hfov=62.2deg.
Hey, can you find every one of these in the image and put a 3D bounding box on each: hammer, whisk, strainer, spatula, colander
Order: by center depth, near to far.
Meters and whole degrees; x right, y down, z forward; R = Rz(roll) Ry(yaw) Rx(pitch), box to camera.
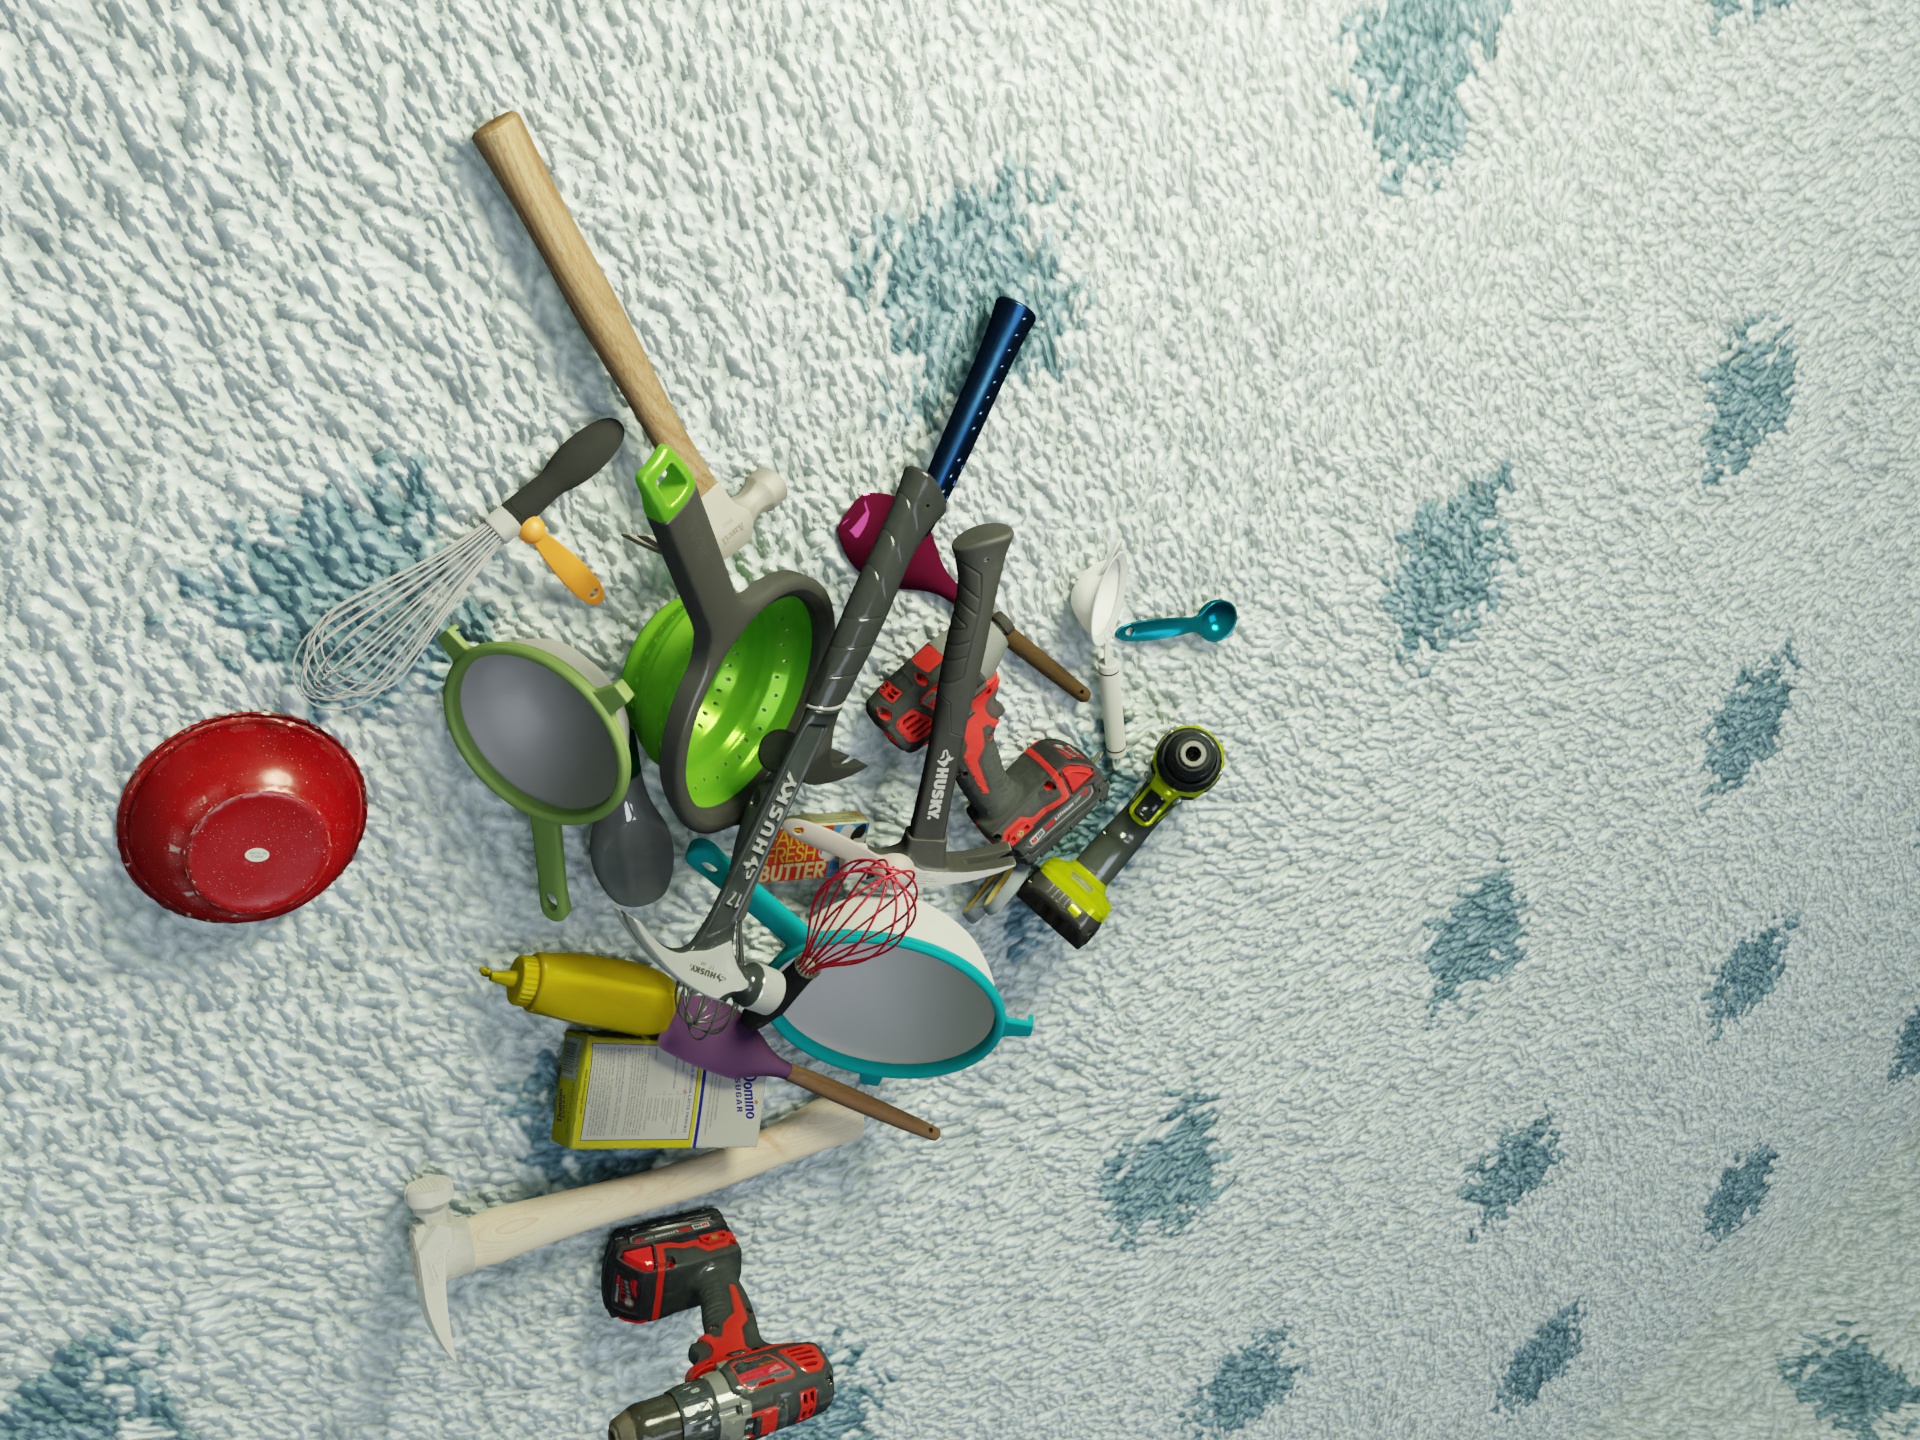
[{"bbox_3d":[-0.233,-0.250,1.086,0.130,0.031,0.331,-51,129,-33],"label":"hammer"},{"bbox_3d":[-0.336,-0.111,1.086,0.284,0.070,0.070,-45,129,-14],"label":"whisk"},{"bbox_3d":[-0.192,-0.067,1.107,0.204,0.094,0.396,-58,160,-23],"label":"colander"},{"bbox_3d":[-0.111,0.004,1.143,0.149,0.036,0.409,30,81,-41],"label":"hammer"},{"bbox_3d":[-0.292,0.038,1.169,0.069,0.151,0.256,-56,158,-49],"label":"strainer"},{"bbox_3d":[-0.176,0.149,1.231,0.055,0.055,0.239,2,120,-35],"label":"whisk"},{"bbox_3d":[-0.038,-0.136,1.241,0.405,0.035,0.144,-65,162,-2],"label":"hammer"},{"bbox_3d":[-0.111,0.184,1.245,0.073,0.073,0.295,-3,152,-33],"label":"whisk"},{"bbox_3d":[-0.002,-0.004,1.281,0.146,0.035,0.334,4,121,-14],"label":"hammer"},{"bbox_3d":[-0.101,0.177,1.347,0.211,0.095,0.340,-25,125,31],"label":"strainer"},{"bbox_3d":[-0.264,0.415,1.379,0.410,0.038,0.146,-10,96,-33],"label":"hammer"},{"bbox_3d":[-0.132,0.313,1.392,0.315,0.018,0.060,33,57,-33],"label":"spatula"},{"bbox_3d":[0.131,-0.055,1.437,0.087,0.050,0.258,-53,145,-43],"label":"strainer"}]

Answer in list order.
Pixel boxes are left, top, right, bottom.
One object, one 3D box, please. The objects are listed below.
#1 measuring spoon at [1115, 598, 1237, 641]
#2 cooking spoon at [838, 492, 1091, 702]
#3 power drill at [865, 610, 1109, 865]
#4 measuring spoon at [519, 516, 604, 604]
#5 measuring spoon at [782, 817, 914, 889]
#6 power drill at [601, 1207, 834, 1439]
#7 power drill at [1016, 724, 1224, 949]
[{"bbox_3d":[0.198,-0.091,1.485,0.128,0.021,0.042,-8,117,-21],"label":"measuring spoon"},{"bbox_3d":[0.014,-0.094,1.353,0.318,0.017,0.069,35,90,-39],"label":"cooking spoon"},{"bbox_3d":[0.030,0.012,1.377,0.143,0.079,0.219,-43,125,-4],"label":"power drill"},{"bbox_3d":[-0.278,-0.109,1.124,0.021,0.011,0.116,-52,155,-10],"label":"measuring spoon"},{"bbox_3d":[-0.092,0.110,1.304,0.124,0.018,0.034,26,114,-22],"label":"measuring spoon"},{"bbox_3d":[-0.234,0.526,1.350,0.187,0.227,0.080,-4,114,-33],"label":"power drill"},{"bbox_3d":[0.155,0.098,1.451,0.228,0.080,0.190,-49,172,0],"label":"power drill"}]
